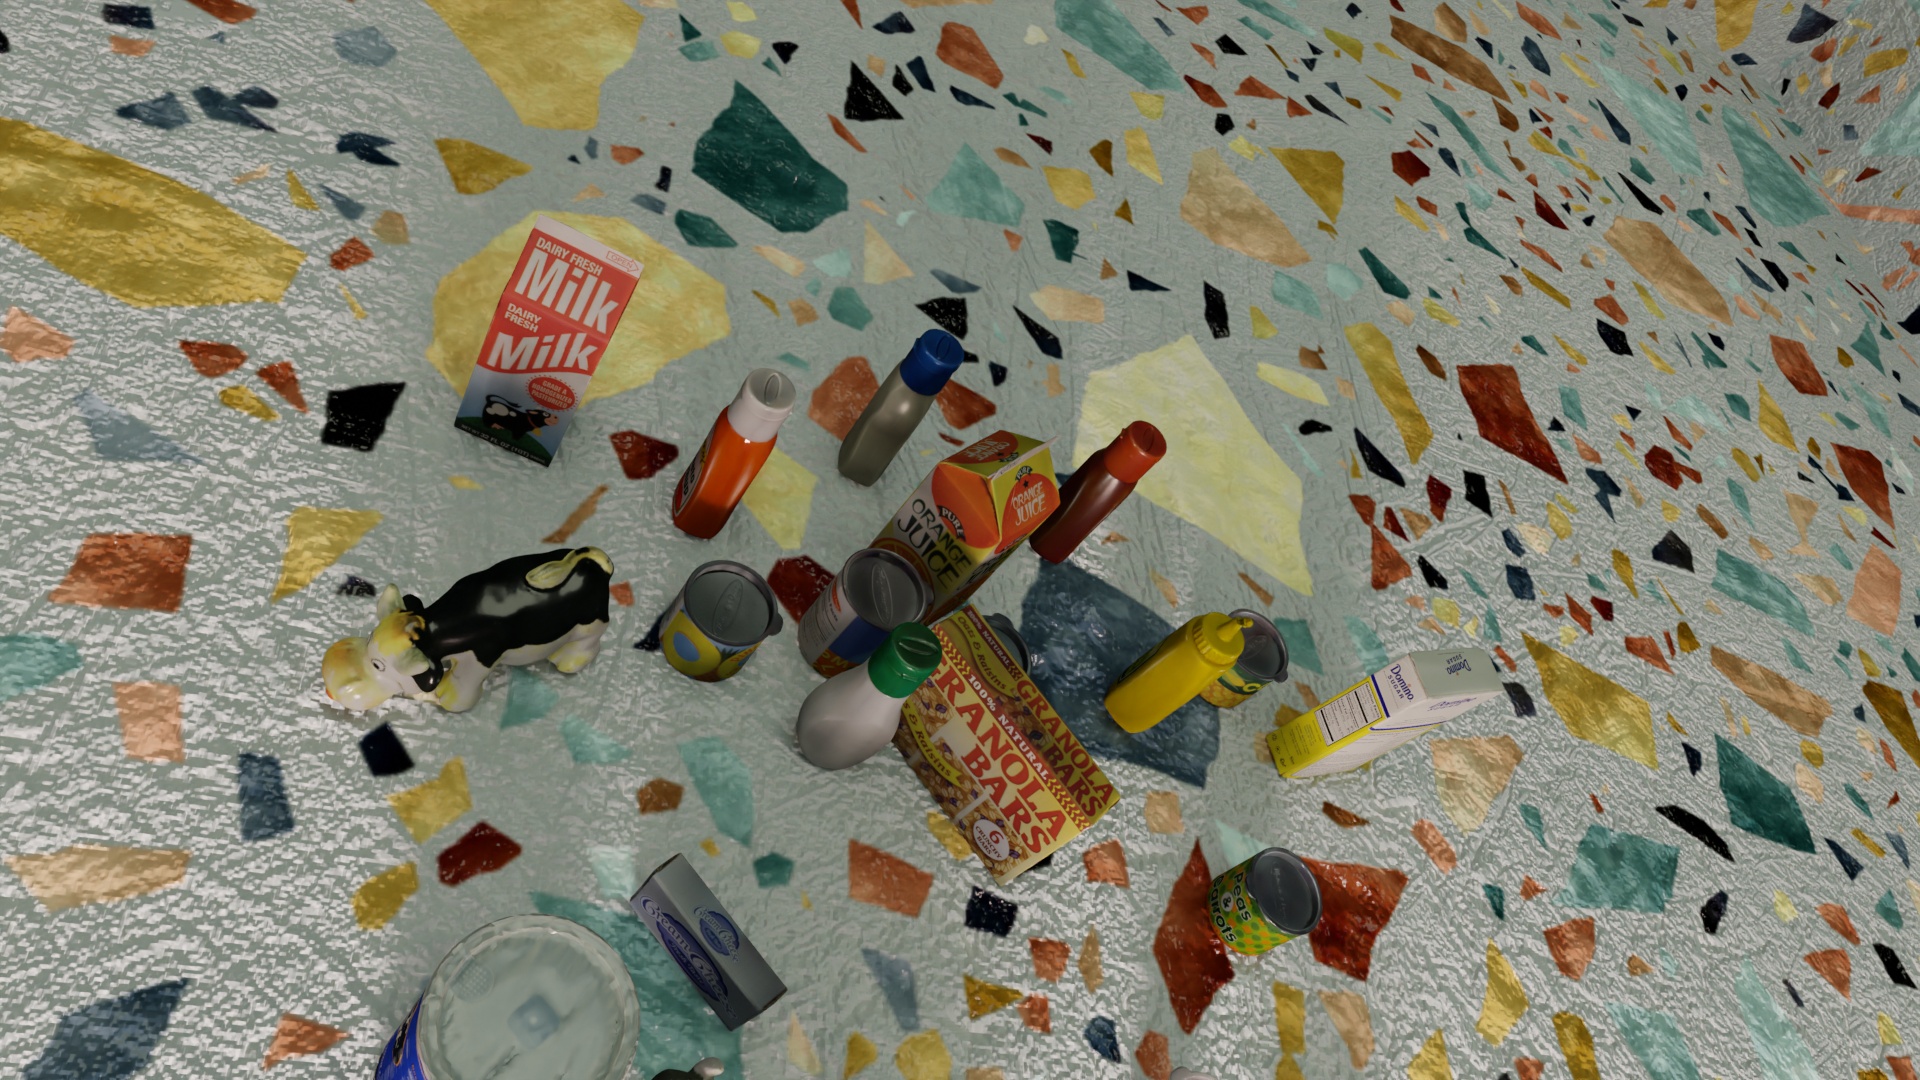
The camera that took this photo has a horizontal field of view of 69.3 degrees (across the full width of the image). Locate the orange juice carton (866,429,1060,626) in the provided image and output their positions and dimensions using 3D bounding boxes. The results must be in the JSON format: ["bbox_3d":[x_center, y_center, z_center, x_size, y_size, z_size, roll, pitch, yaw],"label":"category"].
[{"bbox_3d":[0.004,-0.013,1.009,0.072,0.191,0.073,-30,78,-42],"label":"orange juice carton"}]

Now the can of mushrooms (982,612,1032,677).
[{"bbox_3d":[0.019,0.091,1.055,0.071,0.033,0.071,17,51,-22],"label":"can of mushrooms"}]

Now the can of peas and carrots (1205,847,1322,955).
[{"bbox_3d":[0.225,0.271,1.041,0.071,0.058,0.071,17,52,-22],"label":"can of peas and carrots"}]

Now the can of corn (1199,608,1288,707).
[{"bbox_3d":[0.233,0.102,1.166,0.071,0.058,0.071,17,52,-22],"label":"can of corn"}]

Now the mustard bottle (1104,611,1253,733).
[{"bbox_3d":[0.173,0.093,1.065,0.049,0.159,0.065,48,47,5],"label":"mustard bottle"}]

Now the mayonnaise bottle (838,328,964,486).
[{"bbox_3d":[-0.046,-0.104,1.073,0.041,0.147,0.065,29,48,-13],"label":"mayonnaise bottle"}]

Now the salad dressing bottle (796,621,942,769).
[{"bbox_3d":[-0.060,0.103,0.918,0.064,0.147,0.044,18,51,-21],"label":"salad dressing bottle"}]

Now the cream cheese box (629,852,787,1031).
[{"bbox_3d":[-0.152,0.240,0.827,0.104,0.053,0.024,50,47,7],"label":"cream cheese box"}]

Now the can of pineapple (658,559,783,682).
[{"bbox_3d":[-0.164,0.057,0.946,0.071,0.057,0.071,17,52,-22],"label":"can of pineapple"}]

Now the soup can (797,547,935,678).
[{"bbox_3d":[-0.068,0.055,0.991,0.071,0.083,0.072,17,52,-22],"label":"soup can"}]

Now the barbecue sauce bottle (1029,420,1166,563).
[{"bbox_3d":[0.111,-0.042,1.129,0.043,0.147,0.065,32,47,-10],"label":"barbecue sauce bottle"}]

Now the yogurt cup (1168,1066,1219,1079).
[{"bbox_3d":[0.145,0.389,0.911,0.072,0.053,0.073,17,51,-22],"label":"yogurt cup"}]

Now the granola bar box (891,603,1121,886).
[{"bbox_3d":[0.018,0.142,0.956,0.039,0.123,0.165,-29,77,-42],"label":"granola bar box"}]

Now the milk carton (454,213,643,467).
[{"bbox_3d":[-0.271,-0.139,0.925,0.072,0.189,0.074,25,49,-16],"label":"milk carton"}]

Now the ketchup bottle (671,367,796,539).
[{"bbox_3d":[-0.158,-0.063,0.972,0.043,0.148,0.065,22,50,-18],"label":"ketchup bottle"}]
